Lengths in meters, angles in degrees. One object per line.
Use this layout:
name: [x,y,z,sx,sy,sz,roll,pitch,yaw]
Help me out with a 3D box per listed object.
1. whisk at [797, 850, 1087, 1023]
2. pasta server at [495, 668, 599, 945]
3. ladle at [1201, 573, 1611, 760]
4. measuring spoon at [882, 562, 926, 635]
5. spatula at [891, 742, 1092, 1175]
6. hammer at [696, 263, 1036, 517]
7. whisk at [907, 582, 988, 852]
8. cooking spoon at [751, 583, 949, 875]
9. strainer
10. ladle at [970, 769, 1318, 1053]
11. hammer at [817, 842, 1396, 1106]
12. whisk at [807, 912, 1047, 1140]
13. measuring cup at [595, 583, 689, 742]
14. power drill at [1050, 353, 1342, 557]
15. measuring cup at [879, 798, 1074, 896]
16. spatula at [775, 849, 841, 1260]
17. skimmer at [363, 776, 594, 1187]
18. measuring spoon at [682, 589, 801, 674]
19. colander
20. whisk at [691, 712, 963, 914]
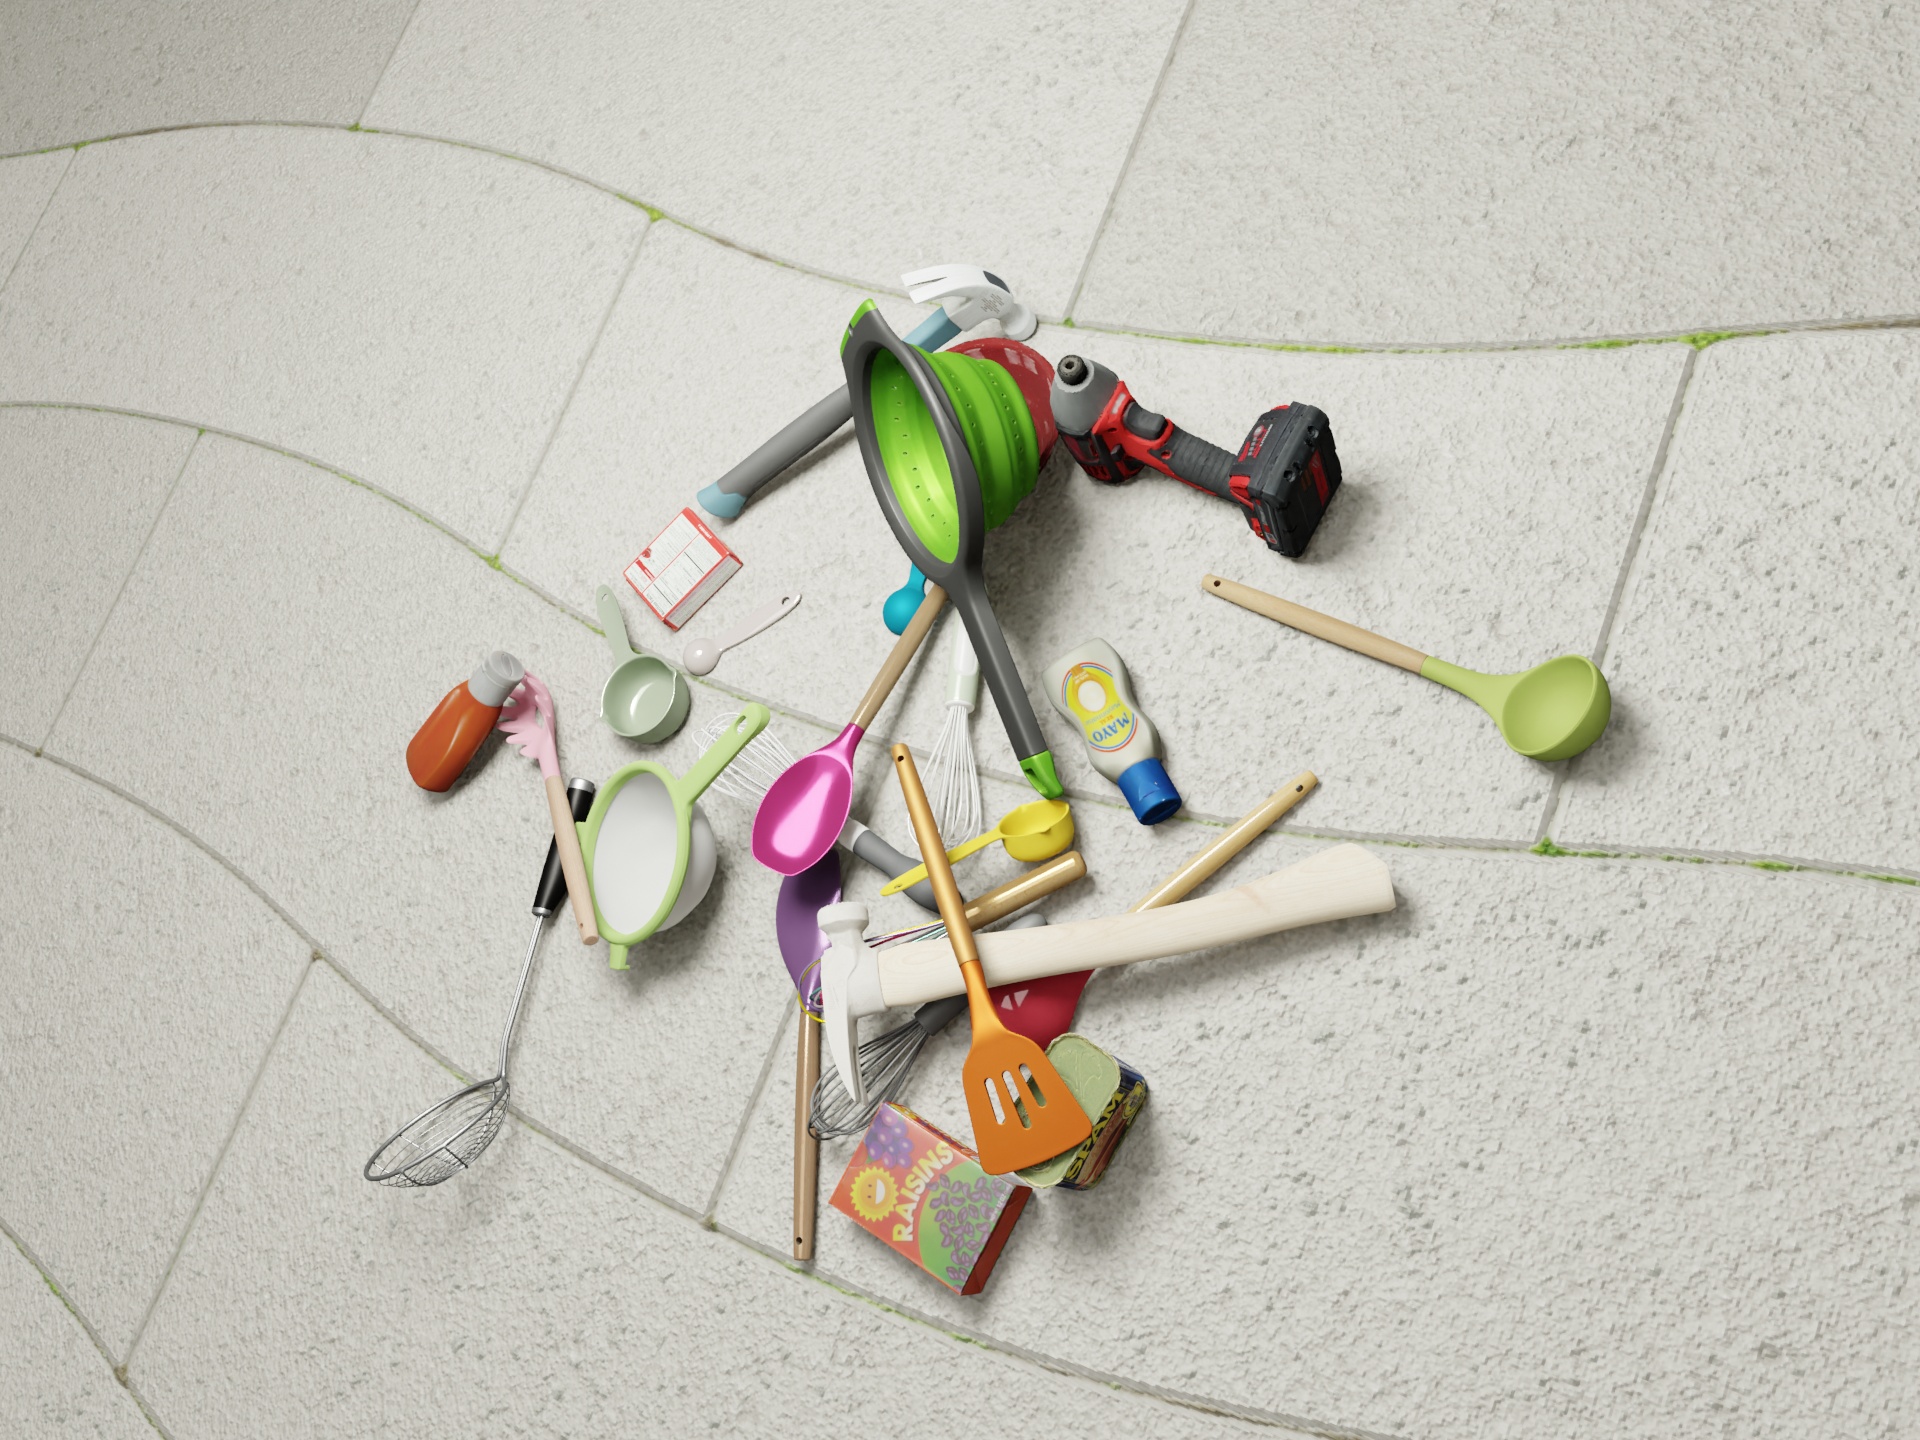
whisk: [-0.014,0.164,1.200,0.245,0.051,0.047,-28,59,9]
pasta server: [-0.351,0.069,1.362,0.060,0.040,0.317,-50,43,23]
ladle: [0.307,-0.054,1.139,0.320,0.062,0.078,26,83,32]
measuring spoon: [-0.037,-0.134,1.341,0.042,0.021,0.129,10,76,27]
spatula: [0.002,0.154,1.119,0.081,0.041,0.323,-25,58,10]
hammer: [-0.095,-0.280,1.384,0.331,0.128,0.033,-34,61,18]
whisk: [-0.002,-0.004,1.265,0.058,0.059,0.246,9,67,-5]
cooking spoon: [-0.070,-0.015,1.279,0.069,0.017,0.319,26,71,14]
strainer: [-0.215,0.078,1.288,0.256,0.069,0.152,-46,51,26]
ladle: [0.135,0.140,1.156,0.315,0.031,0.069,-40,90,2]
hammer: [0.099,0.166,1.122,0.410,0.038,0.146,-13,68,12]
whisk: [-0.024,0.229,1.190,0.239,0.055,0.055,-42,60,-1]
measuring cup: [-0.290,-0.052,1.418,0.083,0.038,0.168,-31,59,11]
power drill: [0.169,-0.212,1.211,0.220,0.143,0.078,24,80,27]
measuring cup: [0.014,0.105,1.193,0.156,0.029,0.062,-25,20,-8]
spatula: [-0.120,0.253,1.237,0.060,0.018,0.316,-11,66,22]
skimmer: [-0.396,0.212,1.335,0.127,0.090,0.363,-13,59,55]
measuring spoon: [-0.194,-0.082,1.395,0.124,0.018,0.034,-31,61,10]
colander: [0.027,-0.137,1.218,0.094,0.204,0.397,-21,88,-17]
whisk: [-0.108,0.077,1.280,0.285,0.070,0.070,32,86,25]
